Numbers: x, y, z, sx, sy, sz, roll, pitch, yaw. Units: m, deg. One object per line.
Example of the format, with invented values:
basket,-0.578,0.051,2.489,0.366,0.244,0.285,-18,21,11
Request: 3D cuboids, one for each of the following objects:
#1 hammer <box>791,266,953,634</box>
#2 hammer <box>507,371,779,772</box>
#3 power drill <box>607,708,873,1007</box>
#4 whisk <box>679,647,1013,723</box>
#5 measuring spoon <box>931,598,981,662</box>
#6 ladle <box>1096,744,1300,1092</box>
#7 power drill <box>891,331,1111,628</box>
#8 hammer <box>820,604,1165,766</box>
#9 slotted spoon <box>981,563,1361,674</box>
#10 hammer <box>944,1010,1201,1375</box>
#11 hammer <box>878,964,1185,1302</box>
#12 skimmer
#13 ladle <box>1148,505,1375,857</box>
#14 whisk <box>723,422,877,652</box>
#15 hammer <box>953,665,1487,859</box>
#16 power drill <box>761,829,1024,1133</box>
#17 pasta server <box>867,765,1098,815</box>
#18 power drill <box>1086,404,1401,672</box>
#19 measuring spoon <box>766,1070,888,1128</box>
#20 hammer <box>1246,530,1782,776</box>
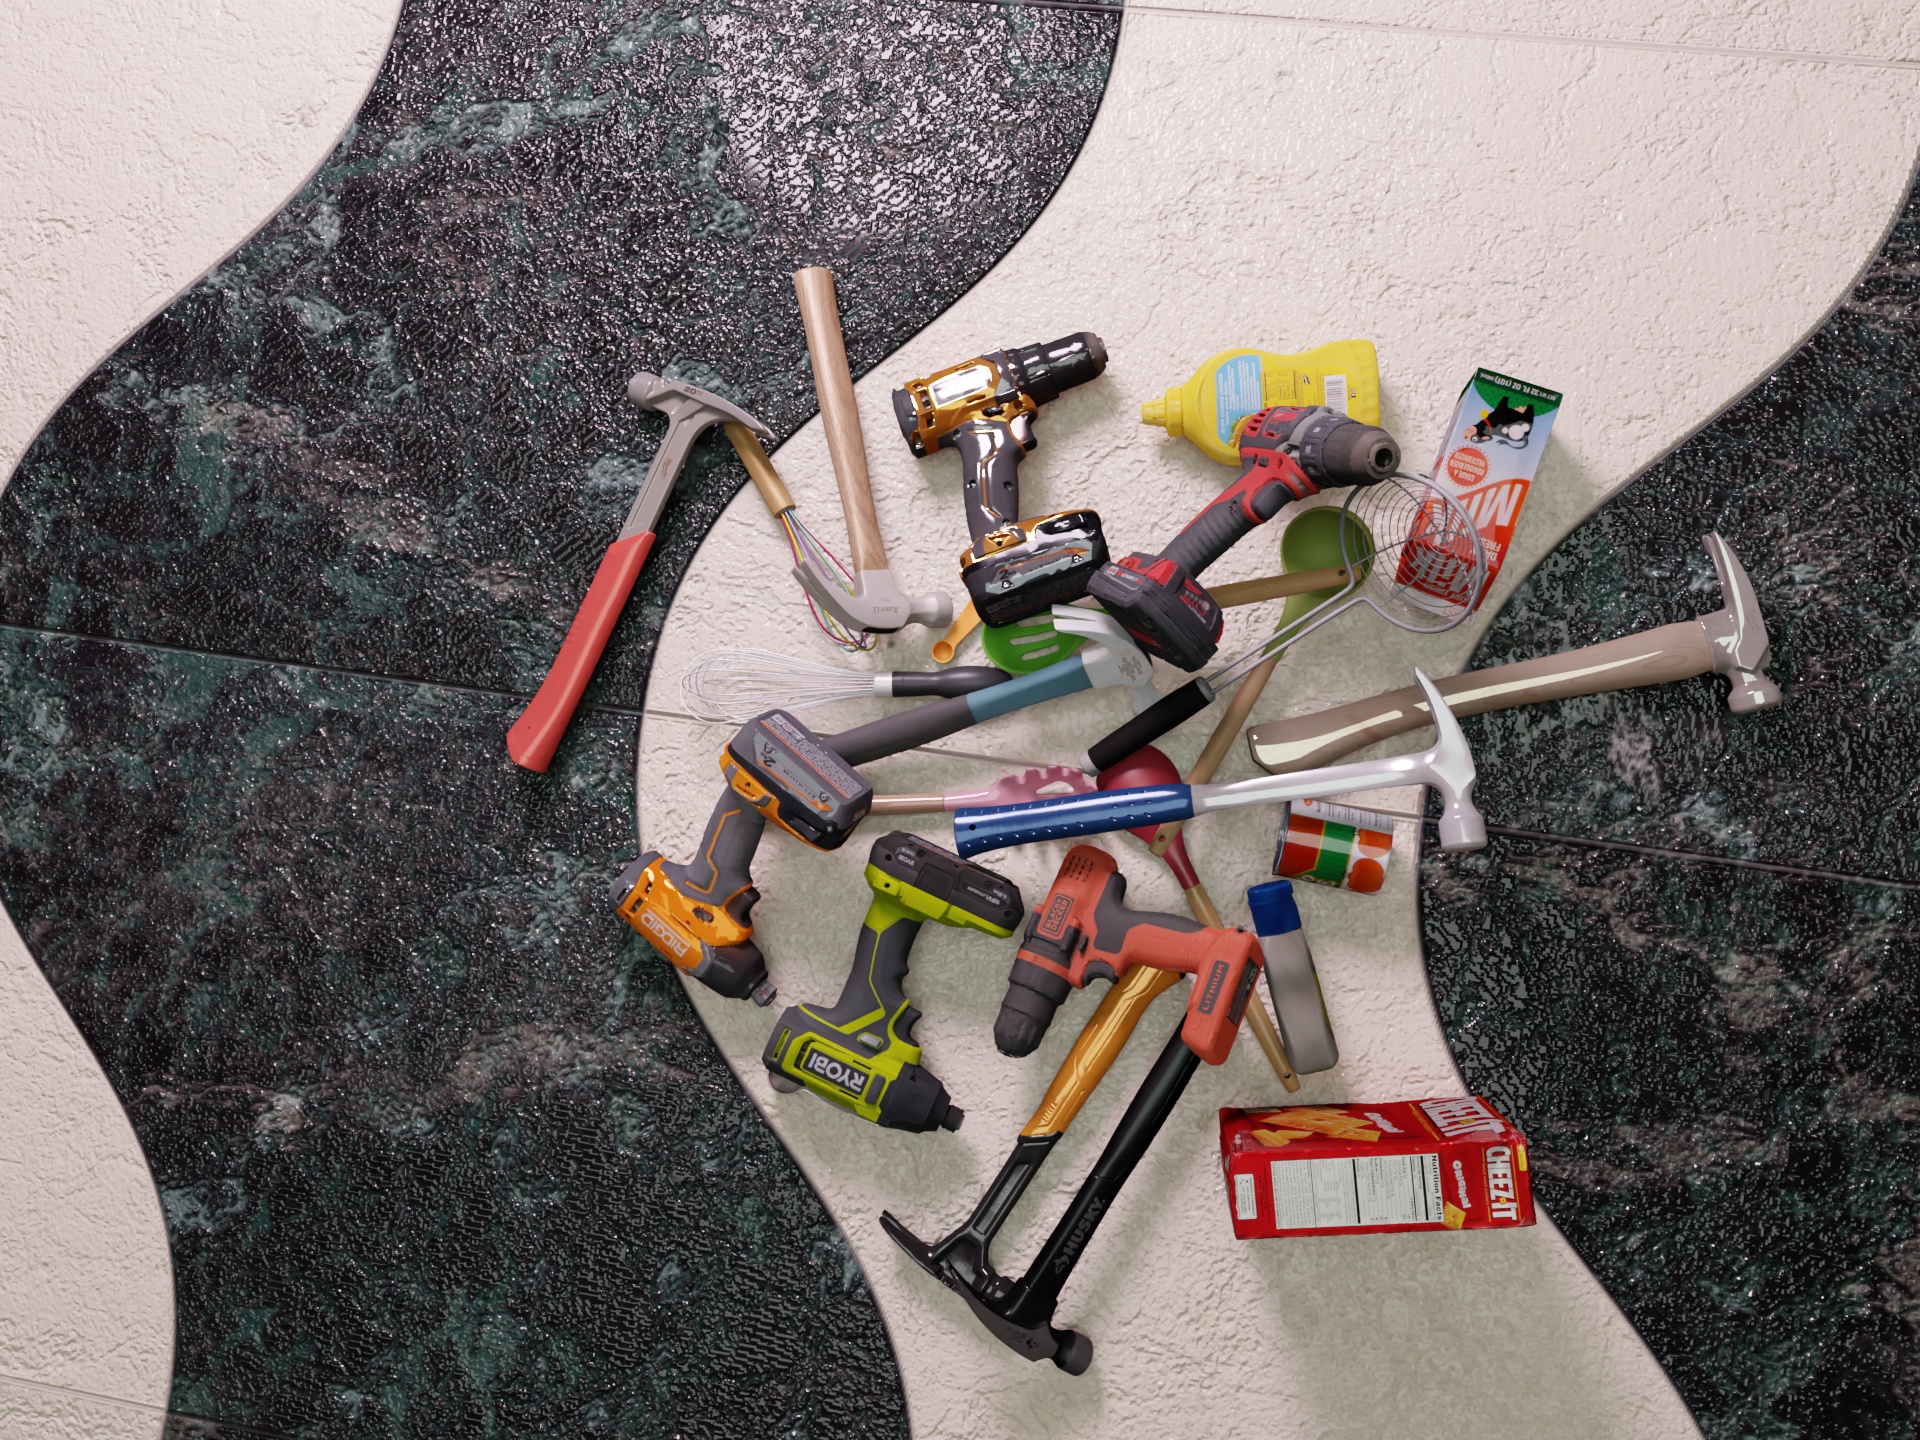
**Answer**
hammer,-0.099,-0.232,1.353,0.130,0.031,0.331,-5,76,-30
hammer,-0.292,-0.119,1.375,0.149,0.036,0.359,25,91,24
power drill,-0.171,0.122,1.309,0.164,0.084,0.226,41,110,6
whisk,-0.097,-0.029,1.347,0.284,0.070,0.070,0,85,3
measuring spoon,0.016,-0.096,1.359,0.021,0.011,0.117,38,87,10
ladle,0.201,0.160,1.306,0.069,0.031,0.315,-27,84,5
power drill,0.058,-0.210,1.317,0.185,0.084,0.226,-20,70,5
hammer,-0.002,-0.004,1.320,0.331,0.033,0.128,-18,127,12
slotted spoon,0.168,-0.091,1.299,0.314,0.031,0.070,-10,78,19
hammer,0.121,0.352,1.273,0.146,0.035,0.335,33,87,-18
hammer,0.072,0.316,1.305,0.127,0.034,0.337,34,90,7
skimmer,0.233,-0.055,1.225,0.363,0.090,0.127,-34,83,21
ladle,0.236,-0.031,1.289,0.078,0.062,0.320,30,86,20
whisk,-0.139,-0.161,1.372,0.047,0.051,0.245,-24,77,-27
hammer,0.193,0.056,1.253,0.405,0.035,0.144,-9,76,12
power drill,-0.041,0.218,1.307,0.171,0.080,0.223,25,91,4
pasta server,-0.041,0.071,1.338,0.316,0.040,0.060,-2,94,8
power drill,0.217,-0.146,1.197,0.226,0.188,0.080,-47,110,-1
measuring spoon,-0.105,0.317,1.340,0.124,0.018,0.034,23,71,2
hammer,0.434,-0.035,1.286,0.410,0.038,0.146,-13,82,6
